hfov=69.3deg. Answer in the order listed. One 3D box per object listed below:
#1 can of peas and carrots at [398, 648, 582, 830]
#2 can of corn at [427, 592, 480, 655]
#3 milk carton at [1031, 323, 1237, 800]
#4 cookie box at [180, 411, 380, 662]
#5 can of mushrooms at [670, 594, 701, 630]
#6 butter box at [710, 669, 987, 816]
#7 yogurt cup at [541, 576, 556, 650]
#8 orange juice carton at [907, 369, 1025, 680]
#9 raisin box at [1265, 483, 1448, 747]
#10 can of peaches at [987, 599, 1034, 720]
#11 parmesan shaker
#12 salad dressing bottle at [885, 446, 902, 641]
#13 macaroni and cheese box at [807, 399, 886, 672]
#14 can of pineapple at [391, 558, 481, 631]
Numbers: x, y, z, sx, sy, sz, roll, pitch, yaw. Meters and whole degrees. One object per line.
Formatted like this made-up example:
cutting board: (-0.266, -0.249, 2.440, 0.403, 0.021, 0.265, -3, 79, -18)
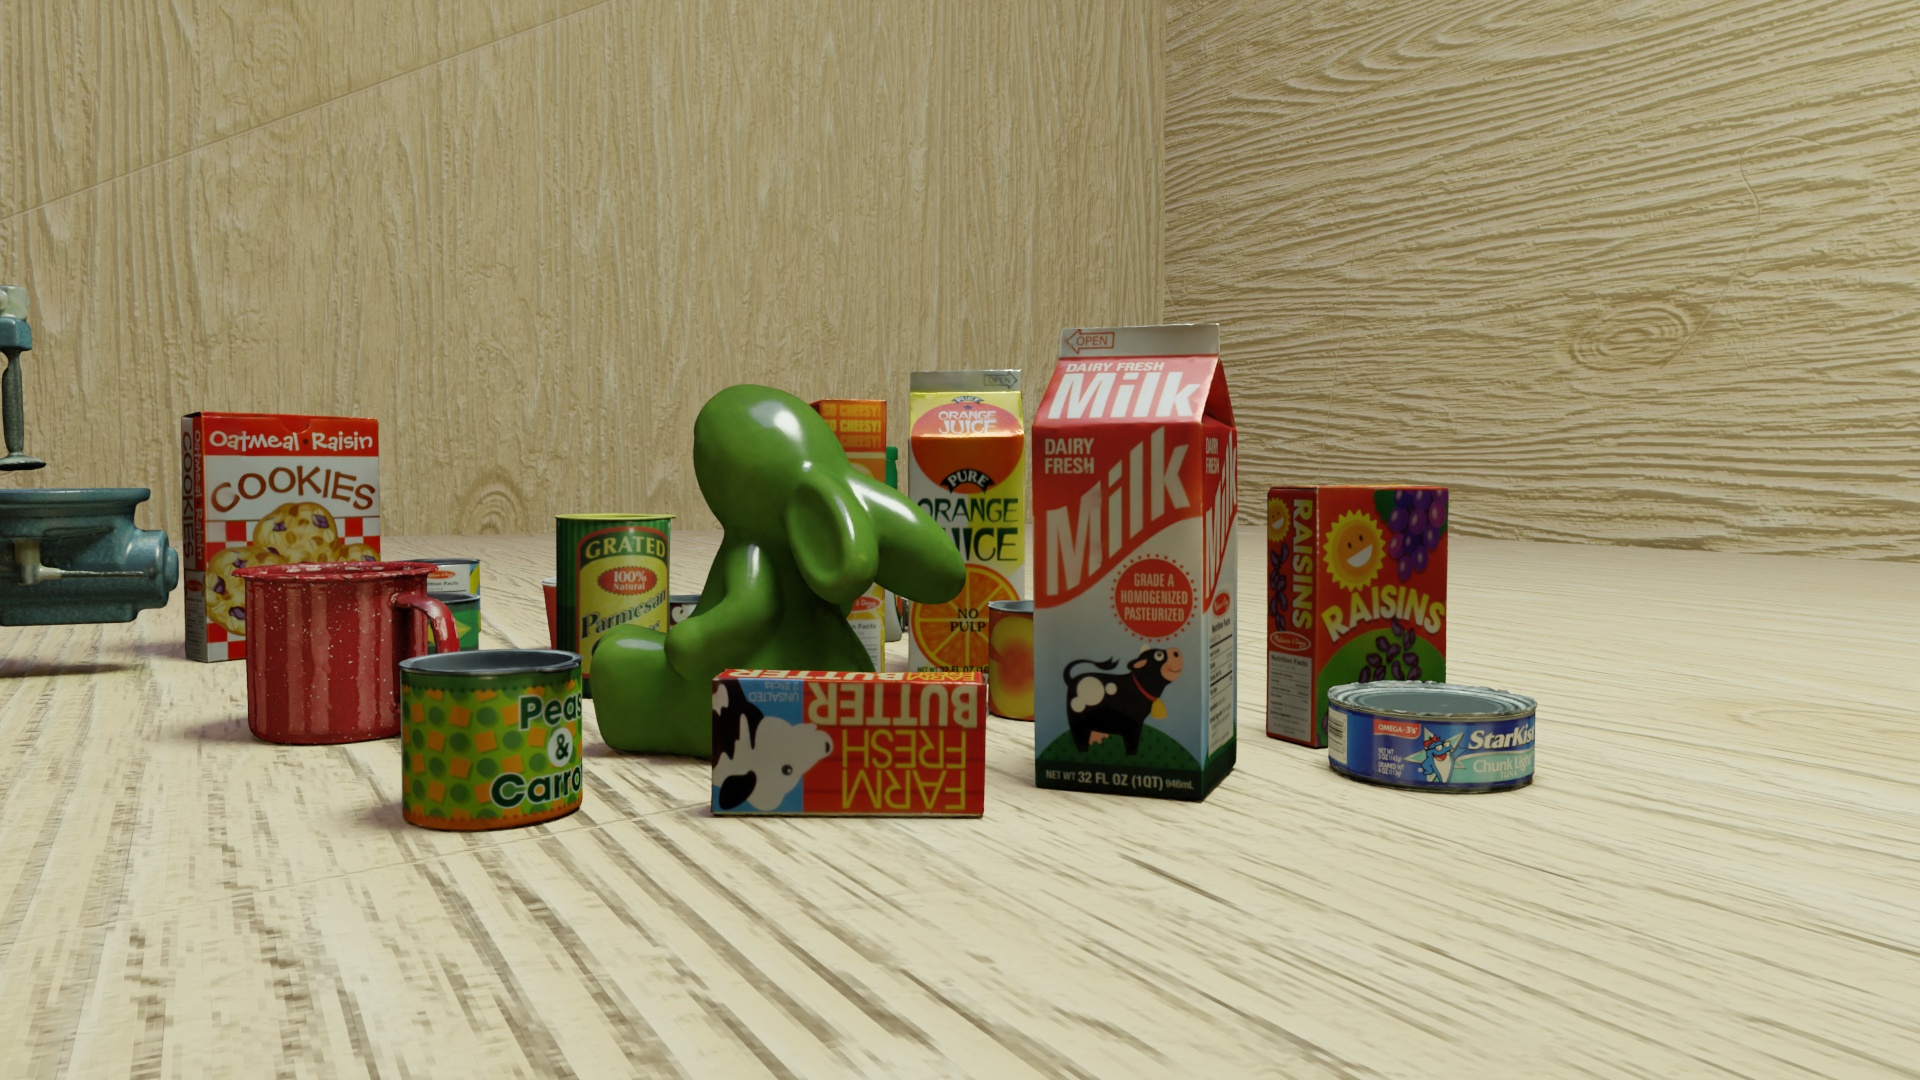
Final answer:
can of peas and carrots: (-0.175, 0.074, 0.526, 0.071, 0.058, 0.071, 0, 3, 0)
can of corn: (-0.305, 0.061, 0.775, 0.071, 0.058, 0.071, 0, 3, 0)
milk carton: (0.075, 0.005, 0.583, 0.072, 0.190, 0.073, 1, 3, 22)
cookie box: (-0.473, -0.005, 0.974, 0.040, 0.167, 0.123, 2, 3, 40)
can of mushrooms: (-0.205, 0.059, 1.050, 0.071, 0.033, 0.071, 0, 3, 0)
butter box: (-0.042, 0.077, 0.527, 0.103, 0.053, 0.024, 0, 2, 1)
yogurt cup: (-0.258, 0.053, 0.973, 0.072, 0.054, 0.072, 0, 3, 0)
orange juice carton: (0.003, -0.011, 0.871, 0.072, 0.192, 0.073, 0, 2, -1)
raisin box: (0.194, 0.034, 0.678, 0.086, 0.123, 0.040, -1, 3, -25)
can of peaches: (0.046, 0.063, 0.744, 0.071, 0.058, 0.071, 0, 3, 0)
parmesan shaker: (-0.200, 0.036, 0.813, 0.071, 0.103, 0.071, 0, 2, 0)
salad dressing bottle: (-0.066, 0.002, 1.054, 0.044, 0.147, 0.064, 0, 2, -4)
macaroni and cheese box: (-0.074, 0.007, 0.766, 0.040, 0.166, 0.123, -1, 3, -18)
can of pineapple: (-0.412, 0.044, 1.092, 0.071, 0.058, 0.071, 0, 3, 0)
